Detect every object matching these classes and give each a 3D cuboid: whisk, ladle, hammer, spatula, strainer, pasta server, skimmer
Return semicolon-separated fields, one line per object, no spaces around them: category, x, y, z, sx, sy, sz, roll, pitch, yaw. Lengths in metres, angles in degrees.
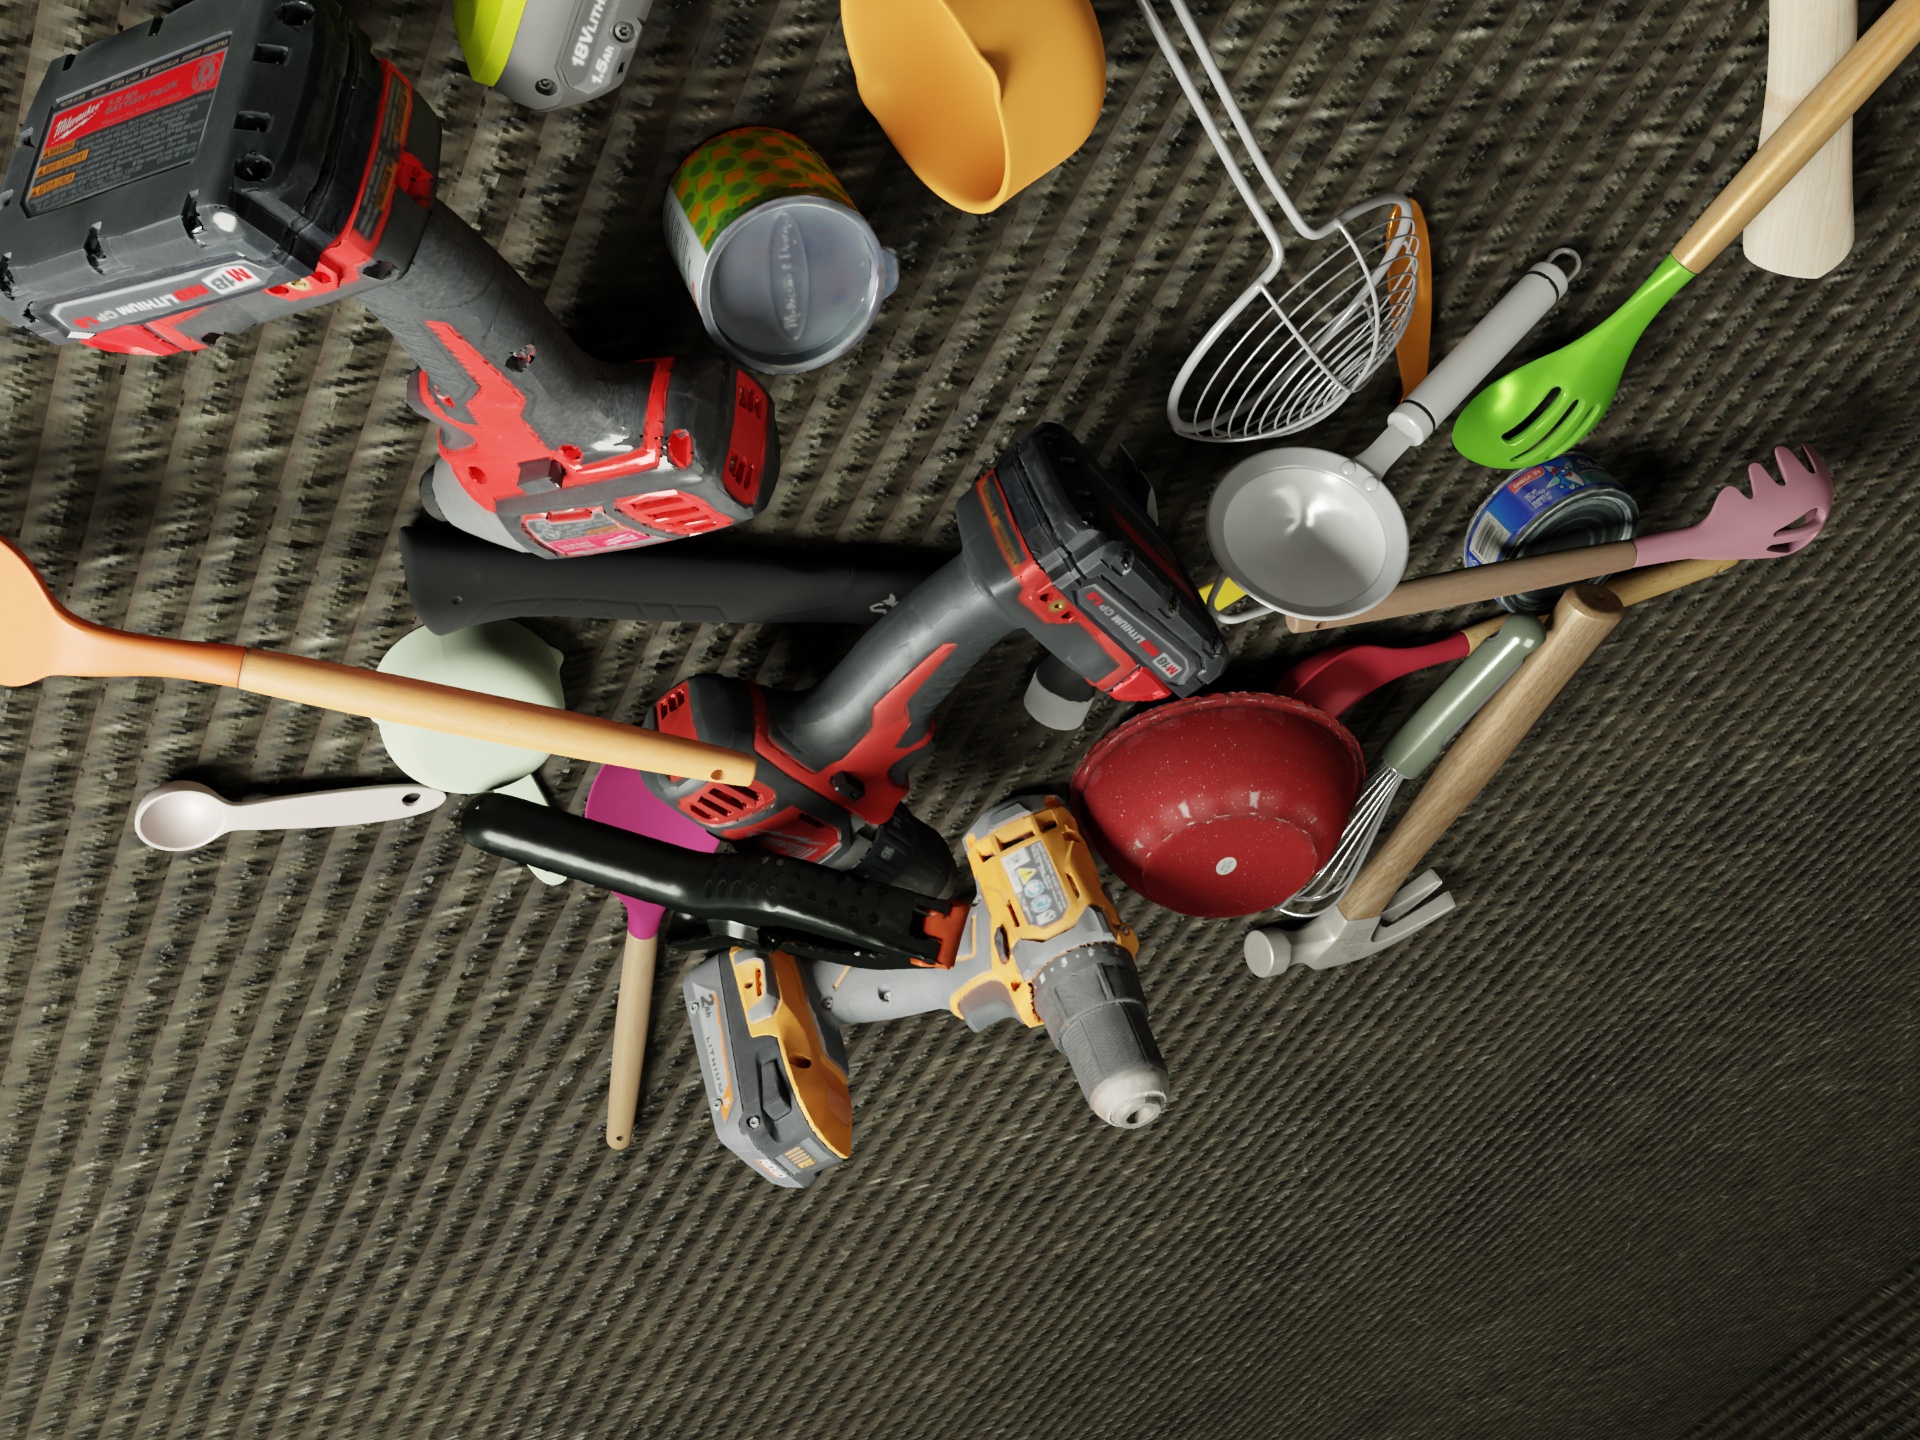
whisk;0.243;0.029;0.894;0.058;0.059;0.246;-39;166;-52
ladle;0.302;-0.050;0.883;0.315;0.031;0.069;-17;147;-14
hammer;-0.065;-0.060;0.679;0.334;0.035;0.146;1;132;-27
hammer;0.333;-0.337;0.608;0.146;0.038;0.410;-33;138;4
spatula;-0.230;-0.020;0.572;0.322;0.041;0.081;13;125;-20
hammer;0.288;0.045;0.941;0.130;0.031;0.331;-6;141;-26
strainer;0.192;-0.122;0.694;0.258;0.087;0.050;-45;164;-13
pasta server;0.308;-0.084;0.802;0.316;0.040;0.060;-12;136;-11
skimmer;0.068;-0.241;0.571;0.127;0.090;0.362;-39;127;2

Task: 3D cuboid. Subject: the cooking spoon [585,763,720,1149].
cooking spoon;-0.166;0.124;0.820;0.068;0.017;0.318;-5;133;-23

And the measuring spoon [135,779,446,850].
measuring spoon;-0.283;0.034;0.677;0.124;0.018;0.034;-4;133;-34

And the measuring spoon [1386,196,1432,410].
measuring spoon;0.200;-0.183;0.714;0.021;0.011;0.116;-24;134;-4

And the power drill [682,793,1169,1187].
power drill;-0.014;0.156;0.809;0.226;0.186;0.084;-26;140;3

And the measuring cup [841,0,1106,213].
measuring cup;-0.010;-0.251;0.499;0.052;0.095;0.173;-35;118;-15

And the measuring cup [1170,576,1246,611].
measuring cup;0.121;-0.071;0.751;0.156;0.029;0.062;-29;142;-12

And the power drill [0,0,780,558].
power drill;-0.170;-0.116;0.500;0.143;0.079;0.219;-5;159;27

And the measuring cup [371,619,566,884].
measuring cup;-0.197;0.028;0.692;0.083;0.038;0.167;-19;135;-9

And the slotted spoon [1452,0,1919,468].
slotted spoon;0.332;-0.220;0.689;0.070;0.031;0.313;12;134;-29

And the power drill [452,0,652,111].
power drill;-0.184;-0.250;0.401;0.223;0.080;0.171;9;131;-30

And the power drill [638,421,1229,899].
power drill;-0.001;-0.002;0.687;0.226;0.080;0.187;-35;139;17
